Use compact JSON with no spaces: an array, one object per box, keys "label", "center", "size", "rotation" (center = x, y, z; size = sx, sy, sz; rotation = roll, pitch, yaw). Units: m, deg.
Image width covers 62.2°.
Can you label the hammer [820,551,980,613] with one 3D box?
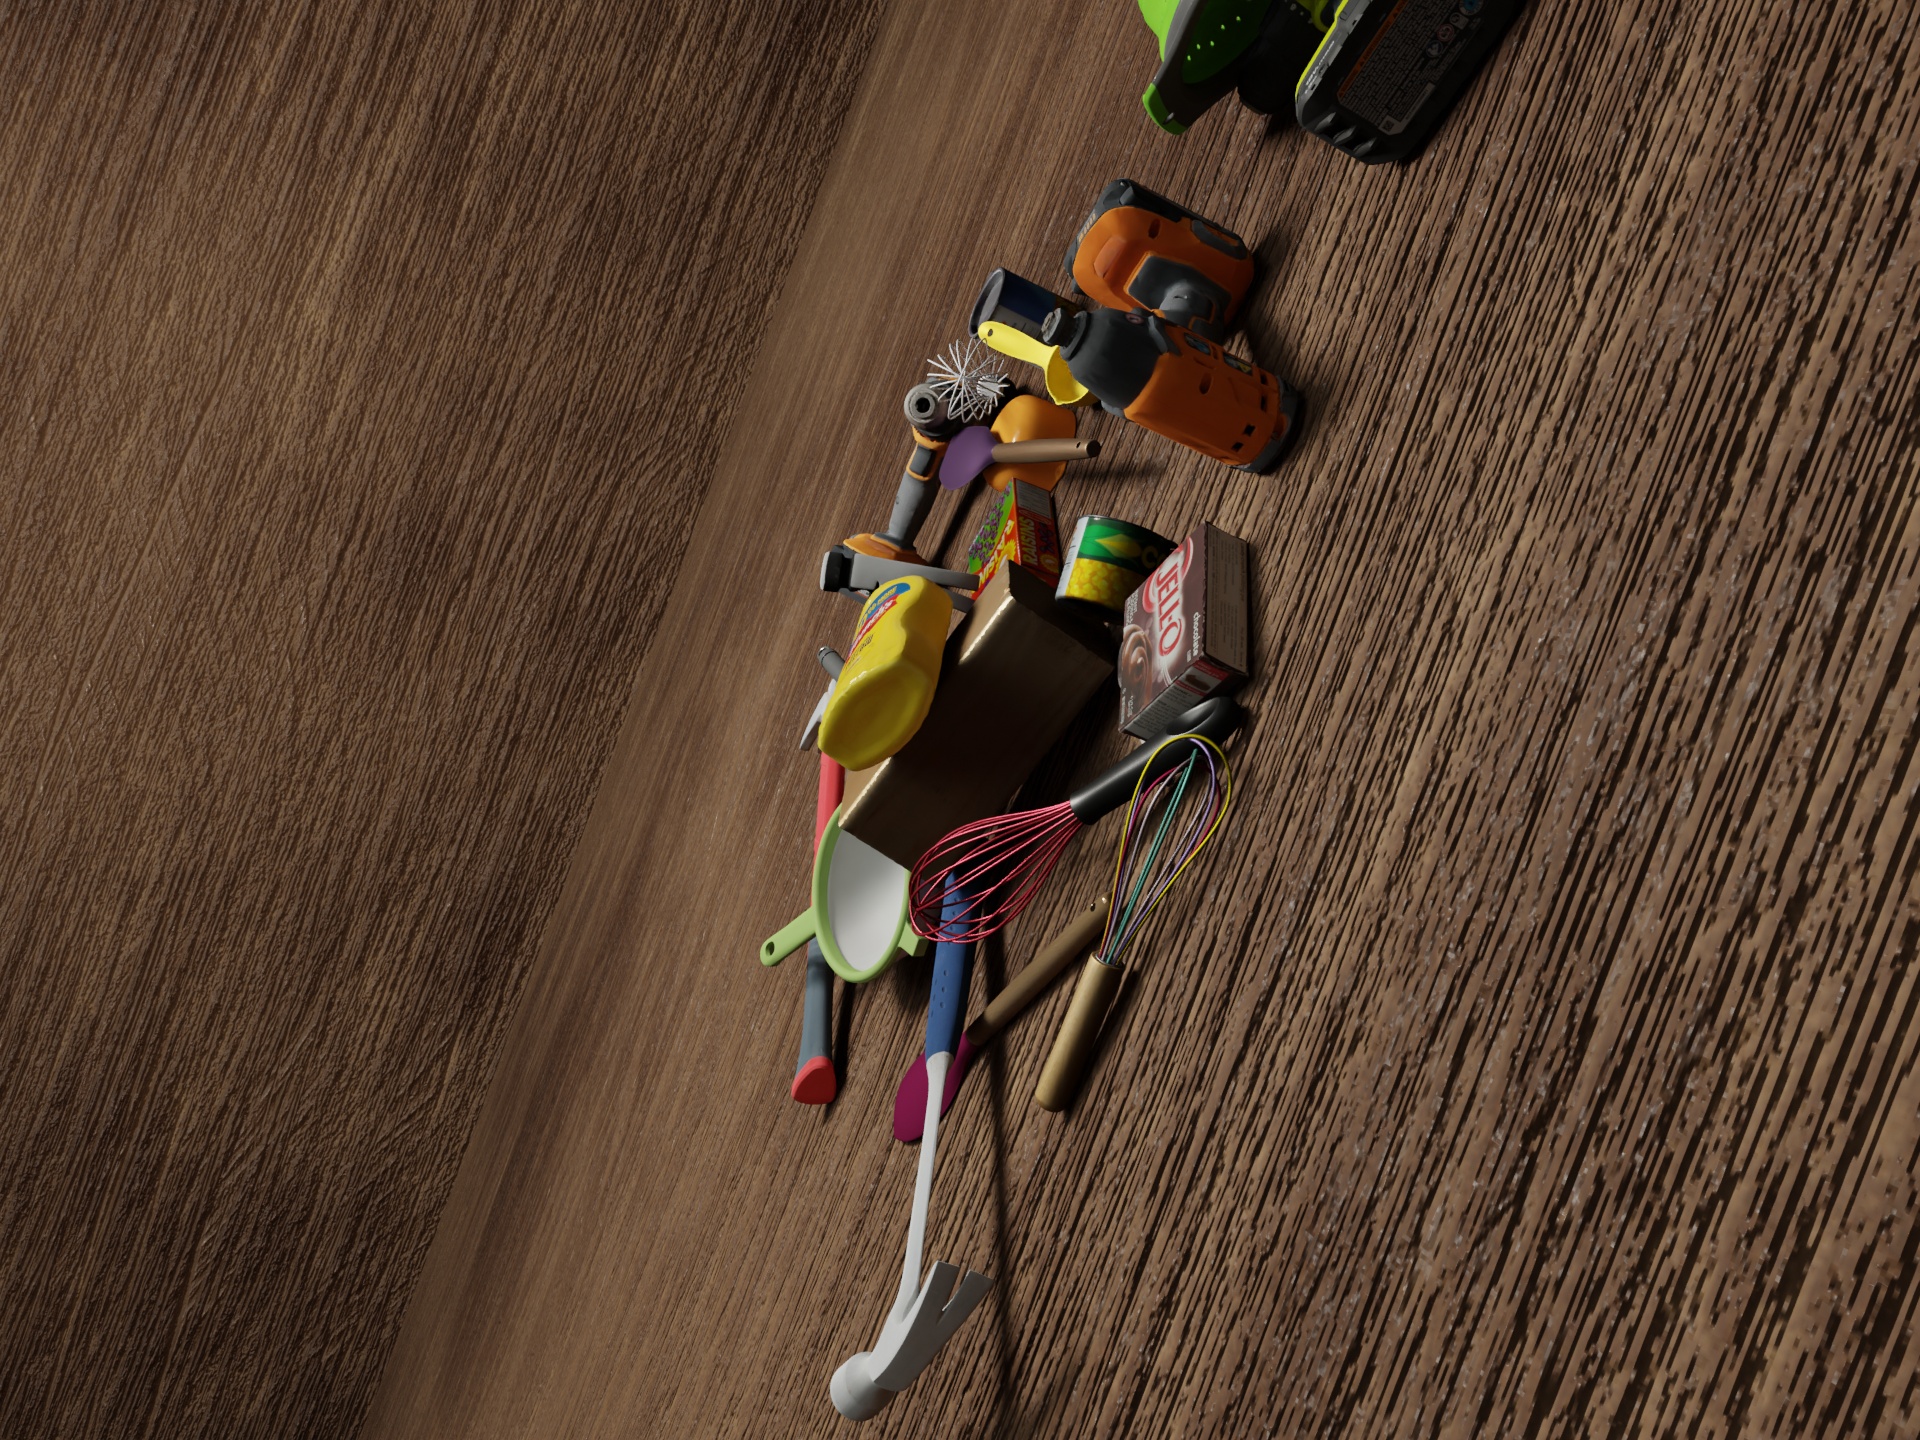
[{"label":"hammer","center":[-0.065,-0.078,1.425],"size":[0.336,0.127,0.034],"rotation":[116,162,-76]}]

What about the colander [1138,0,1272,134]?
[{"label":"colander","center":[0.230,-0.593,1.069],"size":[0.397,0.094,0.204],"rotation":[-50,-11,17]}]

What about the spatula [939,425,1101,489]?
[{"label":"spatula","center":[0.040,-0.213,1.275],"size":[0.060,0.018,0.316],"rotation":[-69,22,0]}]

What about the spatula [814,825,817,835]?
[{"label":"spatula","center":[-0.075,0.057,1.465],"size":[0.317,0.044,0.082],"rotation":[134,148,-59]}]

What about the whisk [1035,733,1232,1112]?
[{"label":"whisk","center":[0.096,0.121,0.918],"size":[0.051,0.047,0.245],"rotation":[-95,25,-74]}]

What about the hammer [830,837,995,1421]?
[{"label":"hammer","center":[-0.011,0.227,1.027],"size":[0.144,0.035,0.406],"rotation":[-55,17,39]}]

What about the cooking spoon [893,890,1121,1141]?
[{"label":"cooking spoon","center":[0.021,0.200,1.068],"size":[0.318,0.017,0.069],"rotation":[-52,25,43]}]

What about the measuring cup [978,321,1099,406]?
[{"label":"measuring cup","center":[0.070,-0.304,1.328],"size":[0.157,0.029,0.062],"rotation":[37,111,44]}]

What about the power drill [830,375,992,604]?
[{"label":"power drill","center":[-0.047,-0.215,1.488],"size":[0.226,0.084,0.185],"rotation":[-65,-7,11]}]

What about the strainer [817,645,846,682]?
[{"label":"strainer","center":[-0.072,-0.011,1.371],"size":[0.087,0.050,0.259],"rotation":[-52,37,5]}]

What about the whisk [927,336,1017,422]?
[{"label":"whisk","center":[0.022,-0.291,1.378],"size":[0.284,0.070,0.070],"rotation":[-46,-20,-78]}]

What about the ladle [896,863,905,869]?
[{"label":"ladle","center":[0.011,0.012,1.273],"size":[0.315,0.031,0.069],"rotation":[-57,26,28]}]

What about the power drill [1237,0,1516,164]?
[{"label":"power drill","center":[0.250,-0.443,1.002],"size":[0.190,0.080,0.229],"rotation":[-55,22,34]}]

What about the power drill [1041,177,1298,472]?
[{"label":"power drill","center":[0.124,-0.263,1.030],"size":[0.084,0.164,0.227],"rotation":[-56,22,36]}]

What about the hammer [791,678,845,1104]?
[{"label":"hammer","center":[-0.125,0.154,1.425],"size":[0.143,0.038,0.387],"rotation":[125,151,-56]}]

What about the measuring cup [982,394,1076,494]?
[{"label":"measuring cup","center":[0.036,-0.197,1.365],"size":[0.173,0.052,0.095],"rotation":[-61,21,18]}]

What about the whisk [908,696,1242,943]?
[{"label":"whisk","center":[0.064,0.065,0.995],"size":[0.296,0.073,0.073],"rotation":[-37,36,37]}]

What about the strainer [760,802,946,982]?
[{"label":"strainer","center":[-0.080,0.153,1.288],"size":[0.256,0.069,0.152],"rotation":[-39,52,48]}]

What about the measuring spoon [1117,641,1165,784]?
[{"label":"measuring spoon","center":[0.122,-0.005,1.014],"size":[0.124,0.018,0.034],"rotation":[-101,19,-44]}]
